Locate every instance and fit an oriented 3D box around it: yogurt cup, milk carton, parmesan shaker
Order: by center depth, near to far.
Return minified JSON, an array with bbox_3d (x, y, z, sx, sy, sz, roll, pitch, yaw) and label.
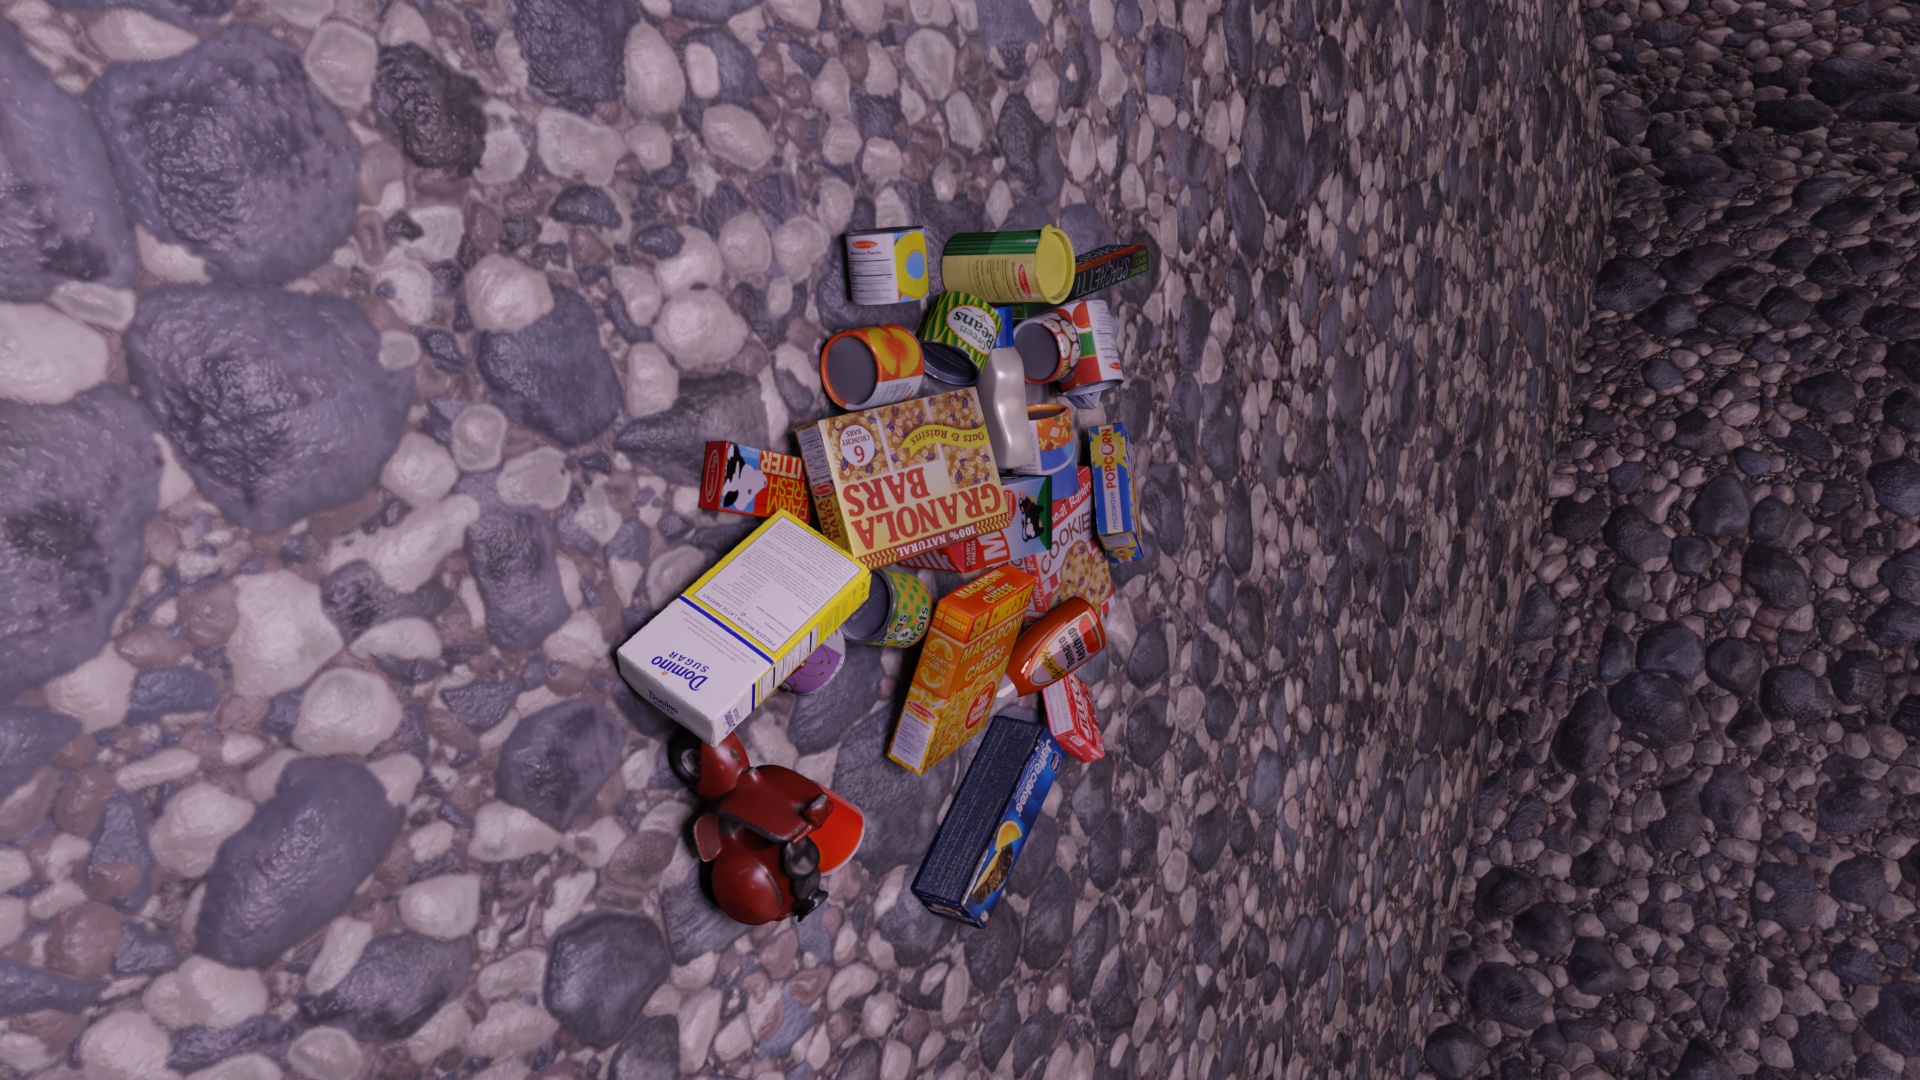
[{"bbox_3d":[-0.120,0.231,1.132,0.053,0.072,0.073,50,55,-36],"label":"yogurt cup"},{"bbox_3d":[0.042,-0.249,1.249,0.071,0.103,0.071,-13,106,-53],"label":"parmesan shaker"},{"bbox_3d":[0.004,-0.016,1.258,0.191,0.072,0.073,-13,105,-52],"label":"milk carton"}]

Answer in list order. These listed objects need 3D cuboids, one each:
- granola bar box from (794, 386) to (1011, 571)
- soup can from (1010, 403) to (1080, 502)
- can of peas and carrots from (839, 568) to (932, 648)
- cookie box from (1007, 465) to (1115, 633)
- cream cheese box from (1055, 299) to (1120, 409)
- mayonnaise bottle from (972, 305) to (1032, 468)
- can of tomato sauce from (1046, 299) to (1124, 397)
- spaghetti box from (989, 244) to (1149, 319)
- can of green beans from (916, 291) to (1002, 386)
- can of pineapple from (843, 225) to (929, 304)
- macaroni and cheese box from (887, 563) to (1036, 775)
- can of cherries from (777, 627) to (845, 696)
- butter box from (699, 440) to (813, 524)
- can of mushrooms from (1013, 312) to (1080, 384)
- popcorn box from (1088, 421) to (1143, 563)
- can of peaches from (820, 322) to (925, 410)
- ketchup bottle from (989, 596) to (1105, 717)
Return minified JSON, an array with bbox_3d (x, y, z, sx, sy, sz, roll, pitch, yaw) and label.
[{"bbox_3d":[-0.044,-0.050,1.129,0.166,0.039,0.124,-17,93,-39],"label":"granola bar box"},{"bbox_3d":[0.081,-0.087,1.359,0.072,0.071,0.083,-31,120,-48],"label":"soup can"},{"bbox_3d":[-0.065,0.058,1.176,0.059,0.071,0.071,15,83,-55],"label":"can of peas and carrots"},{"bbox_3d":[0.102,0.023,1.427,0.123,0.040,0.166,-40,126,-44],"label":"cookie box"},{"bbox_3d":[0.135,-0.194,1.453,0.053,0.024,0.104,37,66,-50],"label":"cream cheese box"},{"bbox_3d":[0.036,-0.143,1.293,0.041,0.065,0.147,-11,103,-26],"label":"mayonnaise bottle"},{"bbox_3d":[0.120,-0.191,1.385,0.071,0.071,0.083,-7,84,-54],"label":"can of tomato sauce"},{"bbox_3d":[0.110,-0.261,1.388,0.251,0.050,0.028,-30,121,-49],"label":"spaghetti box"},{"bbox_3d":[-0.003,-0.179,1.229,0.071,0.071,0.058,48,57,-46],"label":"can of green beans"},{"bbox_3d":[-0.059,-0.227,1.144,0.071,0.071,0.057,-25,115,-50],"label":"can of pineapple"},{"bbox_3d":[0.002,0.113,1.241,0.124,0.040,0.165,-26,139,-57],"label":"macaroni and cheese box"},{"bbox_3d":[-0.135,0.084,1.088,0.058,0.071,0.071,36,66,-51],"label":"can of cherries"},{"bbox_3d":[-0.155,-0.044,1.075,0.103,0.024,0.053,10,86,-54],"label":"butter box"},{"bbox_3d":[0.082,-0.183,1.344,0.033,0.071,0.070,-25,115,-49],"label":"can of mushrooms"},{"bbox_3d":[0.164,-0.049,1.453,0.085,0.038,0.127,52,32,-65],"label":"popcorn box"},{"bbox_3d":[-0.074,-0.144,1.139,0.058,0.071,0.071,-20,111,-51],"label":"can of peaches"},{"bbox_3d":[0.073,0.118,1.360,0.149,0.043,0.064,-34,122,-20],"label":"ketchup bottle"}]
